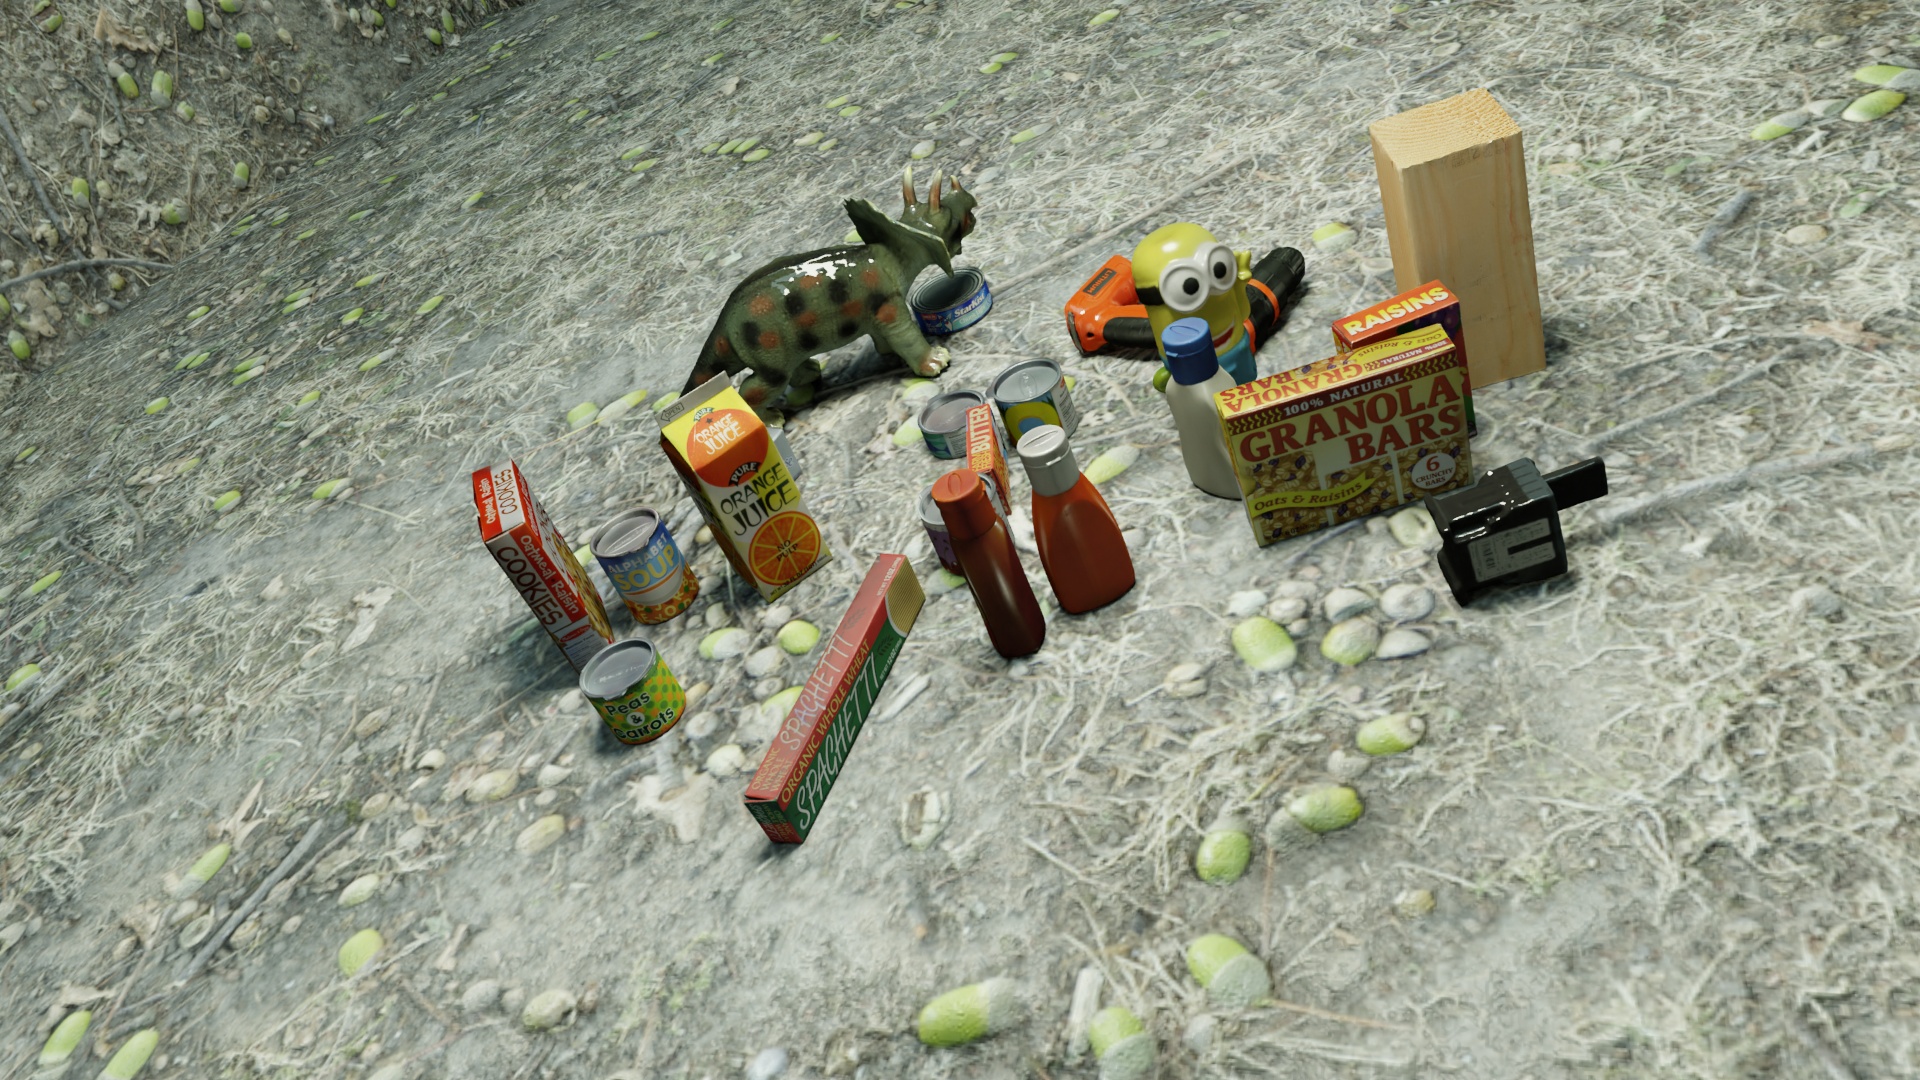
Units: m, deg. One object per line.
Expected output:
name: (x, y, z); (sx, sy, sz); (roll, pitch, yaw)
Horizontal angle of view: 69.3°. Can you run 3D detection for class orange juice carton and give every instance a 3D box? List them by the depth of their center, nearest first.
orange juice carton: (-0.187, -0.048, 1.173); (0.072, 0.191, 0.073); (-36, 38, -17)

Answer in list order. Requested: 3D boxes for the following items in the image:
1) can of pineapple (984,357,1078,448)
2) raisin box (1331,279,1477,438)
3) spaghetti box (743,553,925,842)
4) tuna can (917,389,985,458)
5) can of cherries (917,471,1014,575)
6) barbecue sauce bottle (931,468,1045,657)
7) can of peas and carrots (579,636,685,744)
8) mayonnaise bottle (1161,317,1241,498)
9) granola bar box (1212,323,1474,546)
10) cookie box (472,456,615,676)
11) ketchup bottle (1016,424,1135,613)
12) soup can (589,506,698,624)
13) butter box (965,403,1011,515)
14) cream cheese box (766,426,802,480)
can of pineapple: (0.065, -0.121, 1.242); (0.071, 0.057, 0.071); (-15, 37, 12)
raisin box: (0.334, -0.121, 1.040); (0.086, 0.123, 0.040); (-22, 36, 3)
spaghetti box: (-0.088, 0.111, 1.038); (0.028, 0.050, 0.251); (-1, 41, 28)
tuna can: (-0.005, -0.108, 1.285); (0.071, 0.032, 0.071); (-15, 37, 12)
can of cherries: (0.004, -0.014, 1.139); (0.071, 0.058, 0.072); (-15, 37, 12)
barbecue sauce bottle: (0.021, 0.015, 1.017); (0.043, 0.148, 0.065); (-18, 36, 8)
can of peas and carrots: (-0.261, 0.122, 1.112); (0.071, 0.058, 0.071); (-15, 37, 12)
mayonnaise bottle: (0.191, -0.101, 1.072); (0.041, 0.147, 0.065); (-41, 39, -22)
granola bar box: (0.280, -0.074, 1.008); (0.165, 0.123, 0.039); (-17, 36, 9)
cookie box: (-0.357, 0.025, 1.195); (0.040, 0.166, 0.123); (-29, 36, -7)
ketchup bottle: (0.081, -0.016, 1.023); (0.065, 0.148, 0.044); (-27, 36, -4)
soup can: (-0.276, 0.024, 1.223); (0.071, 0.083, 0.072); (-15, 37, 12)
butter box: (0.024, -0.069, 1.202); (0.024, 0.053, 0.104); (-16, 37, 11)
cream cheese box: (-0.193, -0.054, 1.302); (0.024, 0.053, 0.104); (8, 46, 36)
